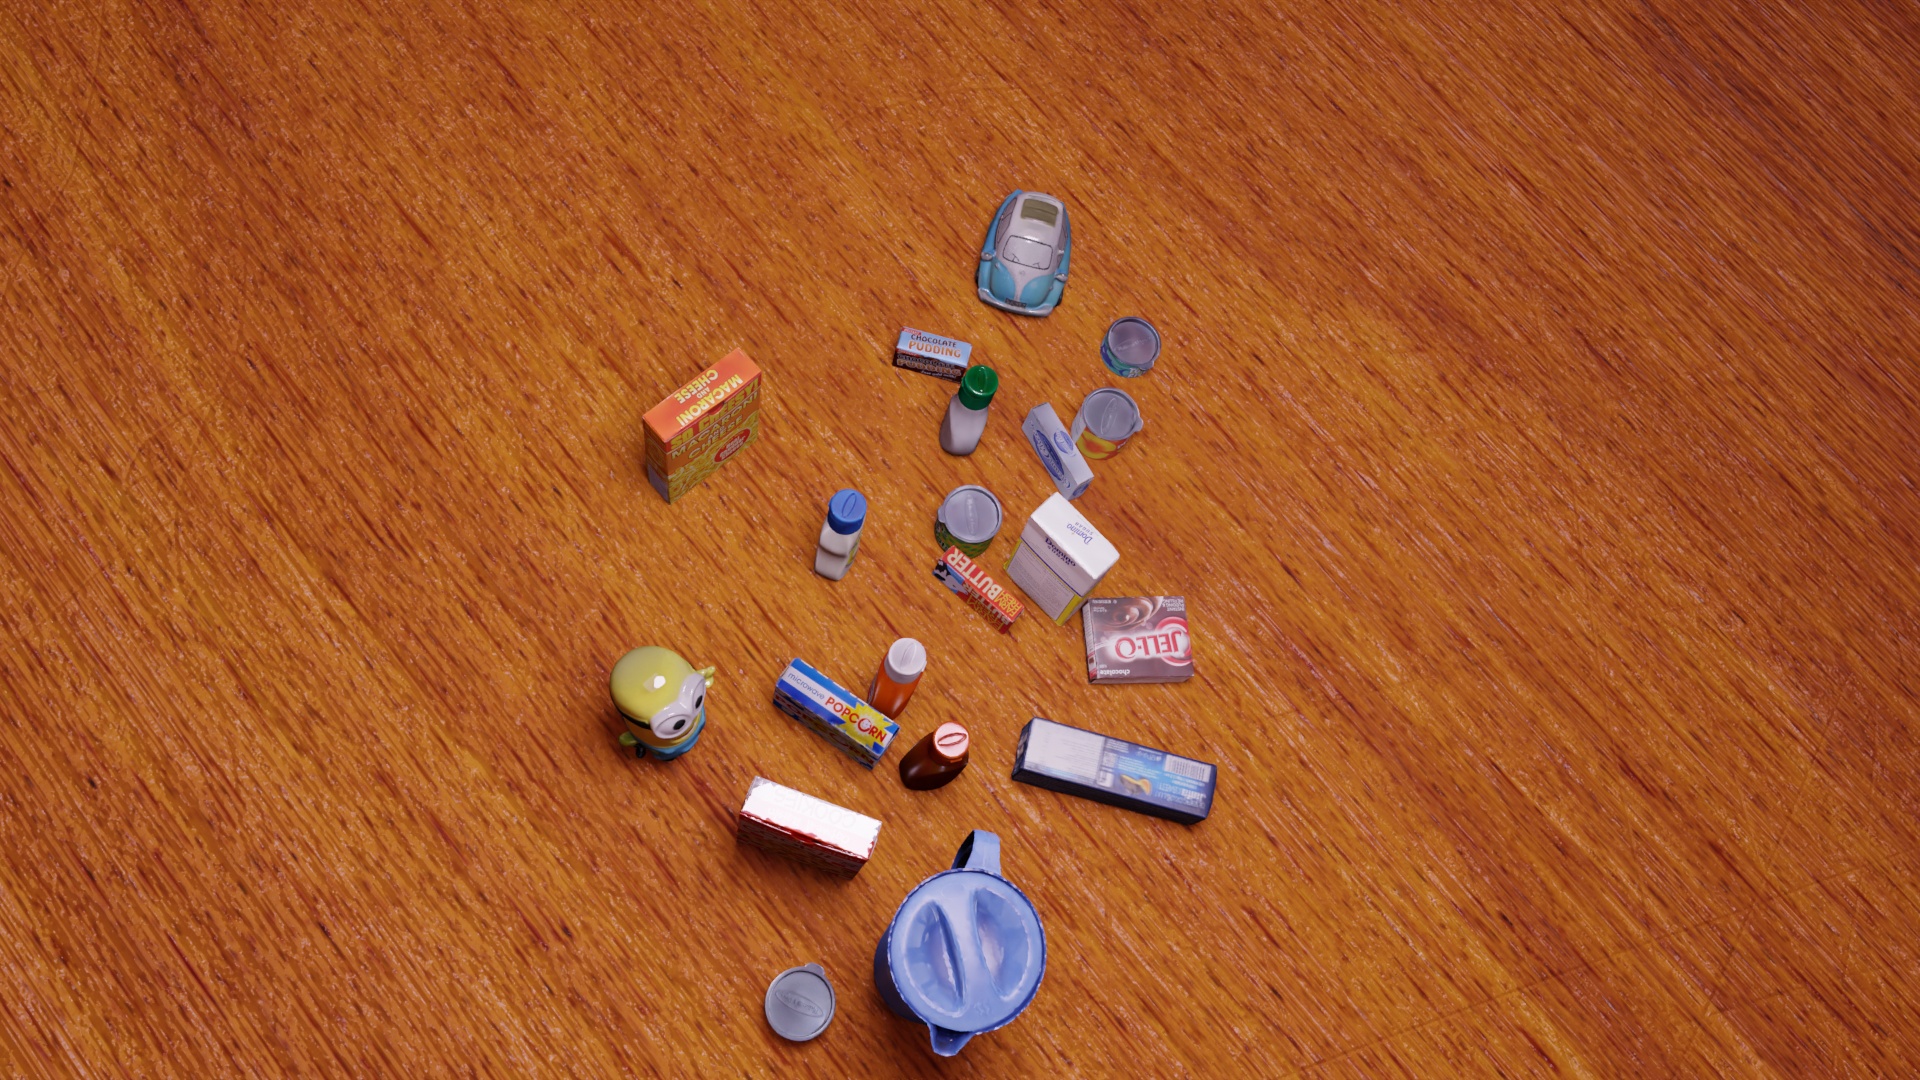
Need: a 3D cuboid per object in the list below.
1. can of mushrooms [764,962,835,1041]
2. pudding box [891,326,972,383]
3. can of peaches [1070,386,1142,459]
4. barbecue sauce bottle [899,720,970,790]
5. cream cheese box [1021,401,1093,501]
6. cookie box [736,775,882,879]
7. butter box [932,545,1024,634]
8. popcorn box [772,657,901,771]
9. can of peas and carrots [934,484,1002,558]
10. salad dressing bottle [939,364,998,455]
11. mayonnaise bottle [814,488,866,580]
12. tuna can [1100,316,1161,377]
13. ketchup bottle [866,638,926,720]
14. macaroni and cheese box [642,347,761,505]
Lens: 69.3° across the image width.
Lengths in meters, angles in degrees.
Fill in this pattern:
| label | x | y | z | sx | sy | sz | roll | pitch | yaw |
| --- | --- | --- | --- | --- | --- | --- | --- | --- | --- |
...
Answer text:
| label | x | y | z | sx | sy | sz | roll | pitch | yaw |
| --- | --- | --- | --- | --- | --- | --- | --- | --- | --- |
| can of mushrooms | -0.151 | 0.436 | 1.313 | 0.071 | 0.033 | 0.071 | 3 | 69 | -9 |
| pudding box | -0.032 | -0.210 | 1.570 | 0.084 | 0.049 | 0.030 | 15 | 68 | -5 |
| can of peaches | 0.165 | -0.131 | 1.572 | 0.071 | 0.058 | 0.071 | 3 | 69 | -9 |
| barbecue sauce bottle | -0.020 | 0.210 | 1.360 | 0.065 | 0.148 | 0.044 | -12 | 73 | -14 |
| cream cheese box | 0.108 | -0.099 | 1.552 | 0.024 | 0.053 | 0.104 | -26 | 76 | -18 |
| cookie box | -0.146 | 0.273 | 1.303 | 0.123 | 0.166 | 0.040 | 20 | 68 | -3 |
| butter box | 0.019 | 0.053 | 1.478 | 0.103 | 0.053 | 0.024 | 41 | 68 | 6 |
| popcorn box | -0.126 | 0.174 | 1.389 | 0.127 | 0.085 | 0.038 | 34 | 68 | 3 |
| can of peas and carrots | 0.005 | -0.019 | 1.500 | 0.071 | 0.058 | 0.071 | 3 | 69 | -9 |
| salad dressing bottle | 0.009 | -0.140 | 1.498 | 0.044 | 0.147 | 0.064 | 4 | 69 | -9 |
| mayonnaise bottle | -0.121 | -0.009 | 1.424 | 0.041 | 0.147 | 0.065 | 24 | 68 | -1 |
| tuna can | 0.200 | -0.224 | 1.627 | 0.071 | 0.032 | 0.071 | 3 | 69 | -9 |
| ketchup bottle | -0.061 | 0.134 | 1.381 | 0.043 | 0.148 | 0.065 | 24 | 68 | -1 |
| macaroni and cheese box | -0.264 | -0.115 | 1.428 | 0.124 | 0.165 | 0.040 | -40 | 81 | -21 |
